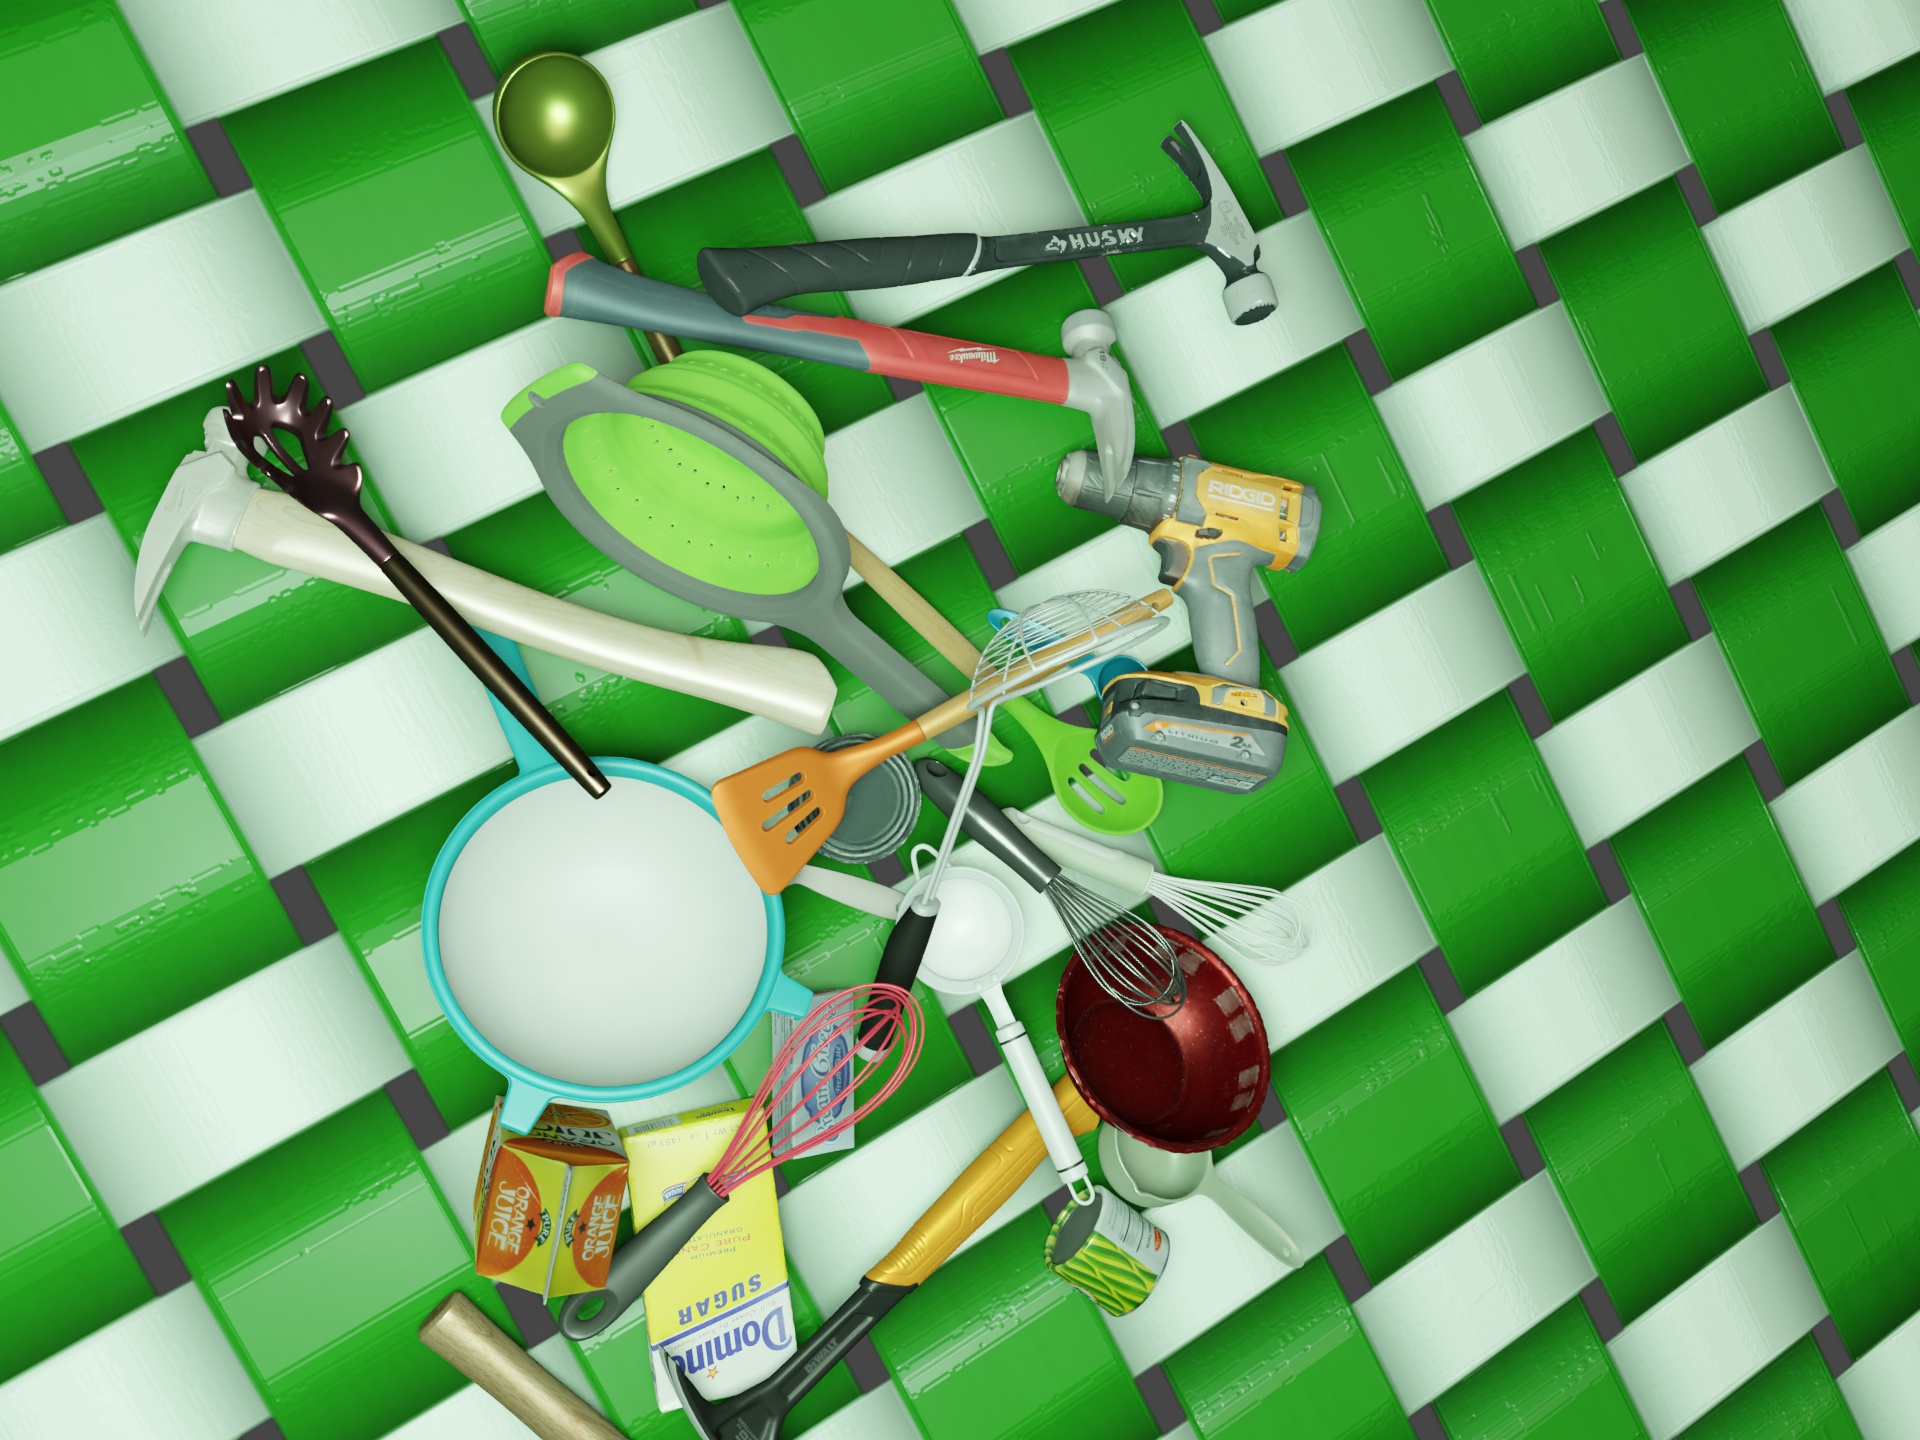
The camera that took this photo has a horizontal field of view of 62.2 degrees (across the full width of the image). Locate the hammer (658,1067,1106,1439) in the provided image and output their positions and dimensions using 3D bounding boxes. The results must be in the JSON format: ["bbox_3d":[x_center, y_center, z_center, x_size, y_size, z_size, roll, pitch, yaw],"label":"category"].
[{"bbox_3d":[-0.034,0.341,1.029,0.337,0.034,0.127,-39,106,-22],"label":"hammer"}]

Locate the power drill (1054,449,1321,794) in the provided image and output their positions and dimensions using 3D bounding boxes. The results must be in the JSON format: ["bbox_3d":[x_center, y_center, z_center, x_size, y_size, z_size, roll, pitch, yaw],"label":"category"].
[{"bbox_3d":[0.145,-0.078,1.086,0.185,0.084,0.226,12,71,-8],"label":"power drill"}]

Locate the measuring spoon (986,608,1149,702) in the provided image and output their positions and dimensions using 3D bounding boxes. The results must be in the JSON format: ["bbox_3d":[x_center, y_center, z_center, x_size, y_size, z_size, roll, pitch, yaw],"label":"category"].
[{"bbox_3d":[0.074,-0.043,1.113,0.128,0.021,0.042,28,73,-4],"label":"measuring spoon"}]

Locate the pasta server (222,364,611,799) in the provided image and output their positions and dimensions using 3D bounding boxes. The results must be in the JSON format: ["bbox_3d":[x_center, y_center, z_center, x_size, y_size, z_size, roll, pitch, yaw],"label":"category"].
[{"bbox_3d":[-0.312,-0.076,0.926,0.316,0.040,0.060,47,52,1],"label":"pasta server"}]

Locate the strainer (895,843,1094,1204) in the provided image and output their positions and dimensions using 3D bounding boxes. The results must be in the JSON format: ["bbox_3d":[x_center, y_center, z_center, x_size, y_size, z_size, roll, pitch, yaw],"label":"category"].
[{"bbox_3d":[0.029,0.200,1.055,0.087,0.050,0.258,-26,82,8],"label":"strainer"}]

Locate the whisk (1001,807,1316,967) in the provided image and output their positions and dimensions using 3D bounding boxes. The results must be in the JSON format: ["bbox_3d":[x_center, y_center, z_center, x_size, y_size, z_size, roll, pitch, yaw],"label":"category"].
[{"bbox_3d":[0.136,0.113,1.107,0.246,0.058,0.059,22,116,-9],"label":"whisk"}]

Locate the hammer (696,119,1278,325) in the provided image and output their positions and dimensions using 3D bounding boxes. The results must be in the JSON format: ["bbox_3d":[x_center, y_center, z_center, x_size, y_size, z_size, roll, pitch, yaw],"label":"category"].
[{"bbox_3d":[0.023,-0.315,1.053,0.409,0.036,0.149,-14,81,-26],"label":"hammer"}]

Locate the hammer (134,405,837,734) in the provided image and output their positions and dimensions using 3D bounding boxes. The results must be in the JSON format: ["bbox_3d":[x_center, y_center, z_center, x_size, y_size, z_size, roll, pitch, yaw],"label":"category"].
[{"bbox_3d":[-0.277,-0.059,0.972,0.410,0.038,0.146,18,65,-12],"label":"hammer"}]

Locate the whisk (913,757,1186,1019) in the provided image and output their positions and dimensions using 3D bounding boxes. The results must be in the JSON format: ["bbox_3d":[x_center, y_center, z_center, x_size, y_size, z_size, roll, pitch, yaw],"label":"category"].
[{"bbox_3d":[0.056,0.108,1.052,0.239,0.055,0.055,42,78,10],"label":"whisk"}]

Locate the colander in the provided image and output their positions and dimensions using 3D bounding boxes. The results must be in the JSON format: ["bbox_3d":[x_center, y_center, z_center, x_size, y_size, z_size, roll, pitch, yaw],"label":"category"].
[{"bbox_3d":[-0.094,-0.111,1.009,0.396,0.204,0.094,40,59,-29],"label":"colander"}]

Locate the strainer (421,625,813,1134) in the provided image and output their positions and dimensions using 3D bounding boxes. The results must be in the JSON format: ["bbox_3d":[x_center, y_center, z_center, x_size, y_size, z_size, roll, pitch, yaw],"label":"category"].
[{"bbox_3d":[-0.248,0.081,0.989,0.211,0.095,0.341,-19,72,-27],"label":"strainer"}]

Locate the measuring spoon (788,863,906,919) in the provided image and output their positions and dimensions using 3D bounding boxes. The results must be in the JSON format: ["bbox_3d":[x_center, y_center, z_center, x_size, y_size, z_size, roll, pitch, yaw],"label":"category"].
[{"bbox_3d":[-0.081,0.110,1.060,0.124,0.018,0.034,20,83,-14],"label":"measuring spoon"}]

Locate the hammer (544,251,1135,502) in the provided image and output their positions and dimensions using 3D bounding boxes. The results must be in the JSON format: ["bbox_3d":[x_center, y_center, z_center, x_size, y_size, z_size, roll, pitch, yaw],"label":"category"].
[{"bbox_3d":[-0.069,-0.230,1.022,0.386,0.038,0.143,5,61,-20],"label":"hammer"}]

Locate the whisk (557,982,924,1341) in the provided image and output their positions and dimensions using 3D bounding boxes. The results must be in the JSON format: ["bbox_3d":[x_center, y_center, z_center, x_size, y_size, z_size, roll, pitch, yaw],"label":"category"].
[{"bbox_3d":[-0.135,0.270,0.969,0.296,0.073,0.073,-44,99,0],"label":"whisk"}]

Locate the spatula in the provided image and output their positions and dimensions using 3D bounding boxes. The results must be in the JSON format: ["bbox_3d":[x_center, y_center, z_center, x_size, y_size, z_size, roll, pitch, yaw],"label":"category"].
[{"bbox_3d":[-0.002,-0.003,0.998,0.322,0.041,0.081,-29,106,-9],"label":"spatula"}]

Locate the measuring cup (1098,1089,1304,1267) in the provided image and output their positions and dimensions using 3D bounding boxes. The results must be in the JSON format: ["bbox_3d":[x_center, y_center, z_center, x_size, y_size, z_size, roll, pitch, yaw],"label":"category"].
[{"bbox_3d":[0.164,0.324,1.094,0.167,0.038,0.083,41,52,-4],"label":"measuring cup"}]

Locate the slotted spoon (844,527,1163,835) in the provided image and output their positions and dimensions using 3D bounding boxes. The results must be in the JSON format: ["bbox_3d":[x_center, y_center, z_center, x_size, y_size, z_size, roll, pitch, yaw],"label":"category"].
[{"bbox_3d":[0.015,-0.035,1.089,0.313,0.031,0.070,42,78,-8],"label":"slotted spoon"}]

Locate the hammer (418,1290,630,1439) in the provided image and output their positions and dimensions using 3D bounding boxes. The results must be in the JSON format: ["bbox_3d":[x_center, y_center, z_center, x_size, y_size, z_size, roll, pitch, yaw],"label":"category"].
[{"bbox_3d":[-0.206,0.477,1.005,0.331,0.031,0.130,45,78,-9],"label":"hammer"}]

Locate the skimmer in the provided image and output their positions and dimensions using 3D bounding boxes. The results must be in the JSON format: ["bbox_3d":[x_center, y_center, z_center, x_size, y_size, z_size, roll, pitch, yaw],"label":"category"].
[{"bbox_3d":[0.019,0.078,0.979,0.090,0.127,0.363,31,115,24],"label":"skimmer"}]

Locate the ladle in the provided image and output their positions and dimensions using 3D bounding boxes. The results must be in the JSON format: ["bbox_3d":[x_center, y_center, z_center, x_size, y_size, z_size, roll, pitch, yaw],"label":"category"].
[{"bbox_3d":[-0.204,-0.273,1.023,0.078,0.062,0.320,-28,98,-14],"label":"ladle"}]
